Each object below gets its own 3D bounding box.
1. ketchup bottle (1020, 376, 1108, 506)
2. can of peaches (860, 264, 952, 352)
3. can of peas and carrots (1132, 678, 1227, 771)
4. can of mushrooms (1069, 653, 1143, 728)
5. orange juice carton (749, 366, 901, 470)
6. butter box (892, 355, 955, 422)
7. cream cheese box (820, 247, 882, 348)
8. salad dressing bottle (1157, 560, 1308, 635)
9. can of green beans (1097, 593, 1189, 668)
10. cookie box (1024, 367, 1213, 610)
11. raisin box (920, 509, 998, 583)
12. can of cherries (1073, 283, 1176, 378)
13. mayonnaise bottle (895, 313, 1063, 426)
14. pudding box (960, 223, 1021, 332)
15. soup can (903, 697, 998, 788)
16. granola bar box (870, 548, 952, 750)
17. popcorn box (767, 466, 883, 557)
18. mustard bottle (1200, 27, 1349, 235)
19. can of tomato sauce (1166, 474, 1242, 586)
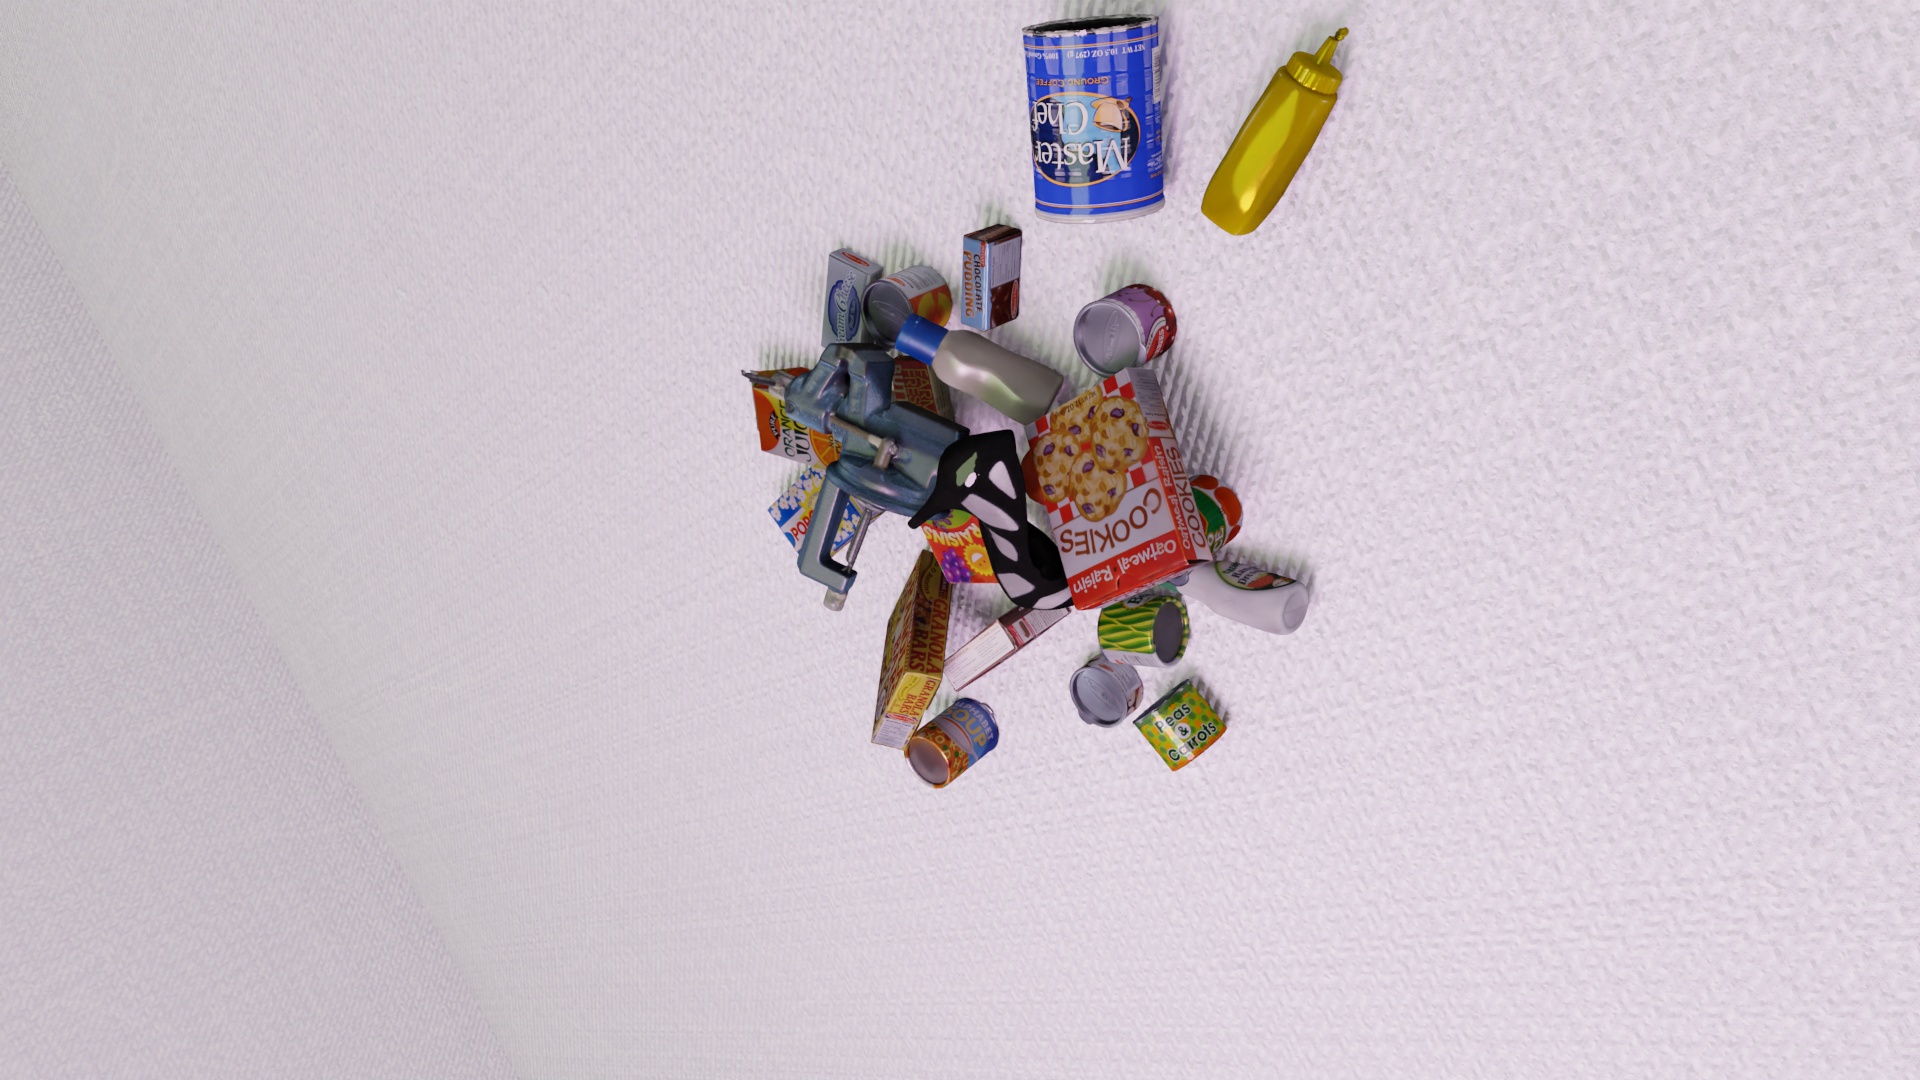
[{"bbox_3d":[0.107,-0.096,1.220,0.043,0.065,0.148,18,135,-22],"label":"ketchup bottle"},{"bbox_3d":[-0.051,-0.216,1.294,0.071,0.058,0.071,21,126,32],"label":"can of peaches"},{"bbox_3d":[0.201,0.170,1.273,0.059,0.071,0.070,51,136,6],"label":"can of peas and carrots"},{"bbox_3d":[0.140,0.146,1.342,0.071,0.033,0.070,21,125,32],"label":"can of mushrooms"},{"bbox_3d":[-0.145,-0.124,1.420,0.193,0.073,0.071,18,124,35],"label":"orange juice carton"},{"bbox_3d":[-0.034,-0.129,1.352,0.053,0.024,0.103,5,117,39],"label":"butter box"},{"bbox_3d":[-0.107,-0.228,1.363,0.053,0.024,0.103,31,130,27],"label":"cream cheese box"},{"bbox_3d":[0.224,0.039,1.189,0.148,0.064,0.043,20,118,43],"label":"salad dressing bottle"},{"bbox_3d":[0.166,0.081,1.258,0.058,0.071,0.071,2,114,41],"label":"can of green beans"},{"bbox_3d":[0.125,-0.040,1.134,0.122,0.040,0.168,-28,71,43],"label":"cookie box"},{"bbox_3d":[0.005,-0.017,1.352,0.086,0.040,0.123,-3,123,41],"label":"raisin box"},{"bbox_3d":[0.138,-0.172,1.148,0.071,0.059,0.071,20,124,33],"label":"can of cherries"},{"bbox_3d":[0.015,-0.155,1.236,0.148,0.065,0.041,27,132,3],"label":"mayonnaise bottle"},{"bbox_3d":[0.027,-0.231,1.222,0.030,0.050,0.083,23,127,33],"label":"pudding box"},{"bbox_3d":[-0.009,0.214,1.478,0.071,0.084,0.071,21,125,33],"label":"soup can"},{"bbox_3d":[-0.047,0.110,1.404,0.039,0.166,0.123,16,134,-11],"label":"granola bar box"},{"bbox_3d":[-0.145,-0.033,1.496,0.085,0.038,0.126,54,136,2],"label":"popcorn box"},{"bbox_3d":[0.231,-0.296,0.994,0.049,0.065,0.159,38,128,13],"label":"mustard bottle"},{"bbox_3d":[0.191,-0.010,1.172,0.071,0.083,0.070,21,126,33],"label":"can of tomato sauce"}]
